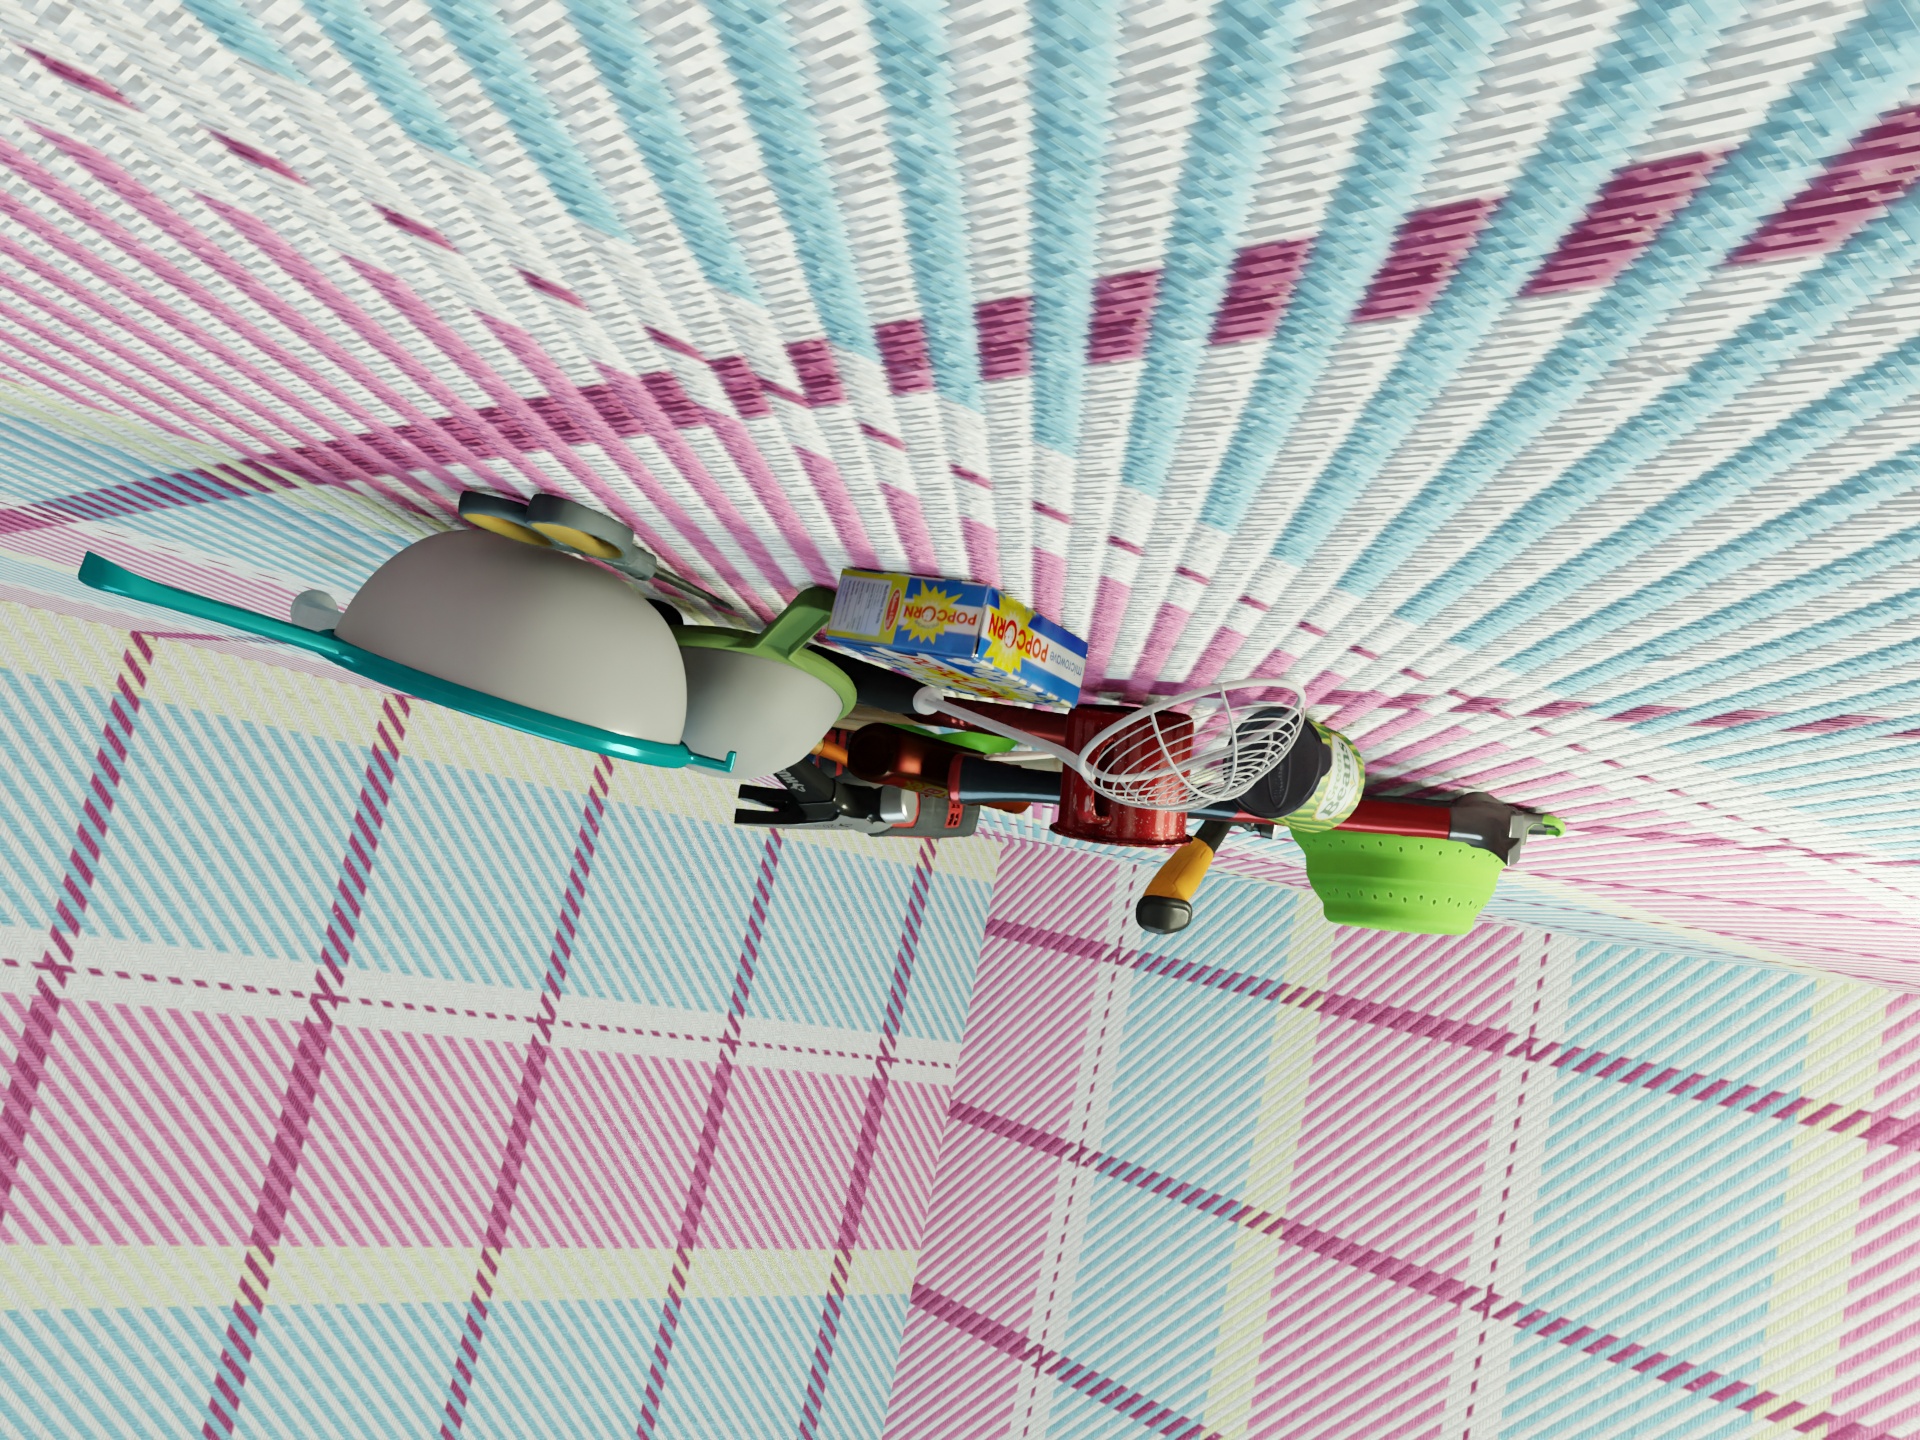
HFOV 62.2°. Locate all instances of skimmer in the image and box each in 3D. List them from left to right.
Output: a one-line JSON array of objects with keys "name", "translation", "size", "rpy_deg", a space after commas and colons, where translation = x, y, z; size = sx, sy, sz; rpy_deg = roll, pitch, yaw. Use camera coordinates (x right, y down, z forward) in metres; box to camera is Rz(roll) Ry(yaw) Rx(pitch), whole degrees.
[{"name": "skimmer", "translation": [0.032, -0.024, 0.949], "size": [0.363, 0.090, 0.127], "rpy_deg": [20, -172, 41]}]

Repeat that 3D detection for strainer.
[{"name": "strainer", "translation": [-0.274, -0.063, 0.829], "size": [0.211, 0.095, 0.340], "rpy_deg": [19, 179, 38]}, {"name": "strainer", "translation": [-0.124, -0.013, 0.949], "size": [0.151, 0.069, 0.256], "rpy_deg": [16, 161, -19]}]

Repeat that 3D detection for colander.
[{"name": "colander", "translation": [0.263, 0.110, 1.253], "size": [0.397, 0.094, 0.204], "rpy_deg": [3, 172, 22]}]

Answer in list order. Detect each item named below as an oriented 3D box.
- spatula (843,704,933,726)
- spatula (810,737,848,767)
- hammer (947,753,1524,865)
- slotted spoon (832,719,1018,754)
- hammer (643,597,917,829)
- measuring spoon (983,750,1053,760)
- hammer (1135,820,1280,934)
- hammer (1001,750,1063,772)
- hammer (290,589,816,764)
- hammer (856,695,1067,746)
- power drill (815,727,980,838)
[{"name": "spatula", "translation": [-0.123, -0.005, 1.336], "size": [0.317, 0.044, 0.082], "rpy_deg": [5, -146, 25]}, {"name": "spatula", "translation": [-0.128, 0.004, 1.231], "size": [0.322, 0.041, 0.081], "rpy_deg": [21, 172, -31]}, {"name": "hammer", "translation": [0.179, 0.058, 1.085], "size": [0.386, 0.038, 0.143], "rpy_deg": [5, -177, 11]}, {"name": "slotted spoon", "translation": [-0.088, 0.001, 1.429], "size": [0.314, 0.031, 0.070], "rpy_deg": [10, 177, 30]}, {"name": "hammer", "translation": [-0.158, 0.005, 1.148], "size": [0.146, 0.035, 0.334], "rpy_deg": [-4, 153, 20]}, {"name": "measuring spoon", "translation": [0.063, 0.019, 1.207], "size": [0.124, 0.018, 0.034], "rpy_deg": [-4, -171, -45]}, {"name": "hammer", "translation": [0.195, 0.116, 1.378], "size": [0.127, 0.034, 0.337], "rpy_deg": [11, -166, 16]}, {"name": "hammer", "translation": [0.059, 0.041, 1.465], "size": [0.146, 0.038, 0.411], "rpy_deg": [13, 174, -27]}, {"name": "hammer", "translation": [-0.296, -0.021, 1.211], "size": [0.405, 0.035, 0.144], "rpy_deg": [17, -177, -26]}, {"name": "hammer", "translation": [-0.002, -0.004, 1.165], "size": [0.359, 0.037, 0.149], "rpy_deg": [9, 173, 27]}, {"name": "power drill", "translation": [-0.079, 0.056, 1.409], "size": [0.143, 0.078, 0.220], "rpy_deg": [3, -172, -18]}]
